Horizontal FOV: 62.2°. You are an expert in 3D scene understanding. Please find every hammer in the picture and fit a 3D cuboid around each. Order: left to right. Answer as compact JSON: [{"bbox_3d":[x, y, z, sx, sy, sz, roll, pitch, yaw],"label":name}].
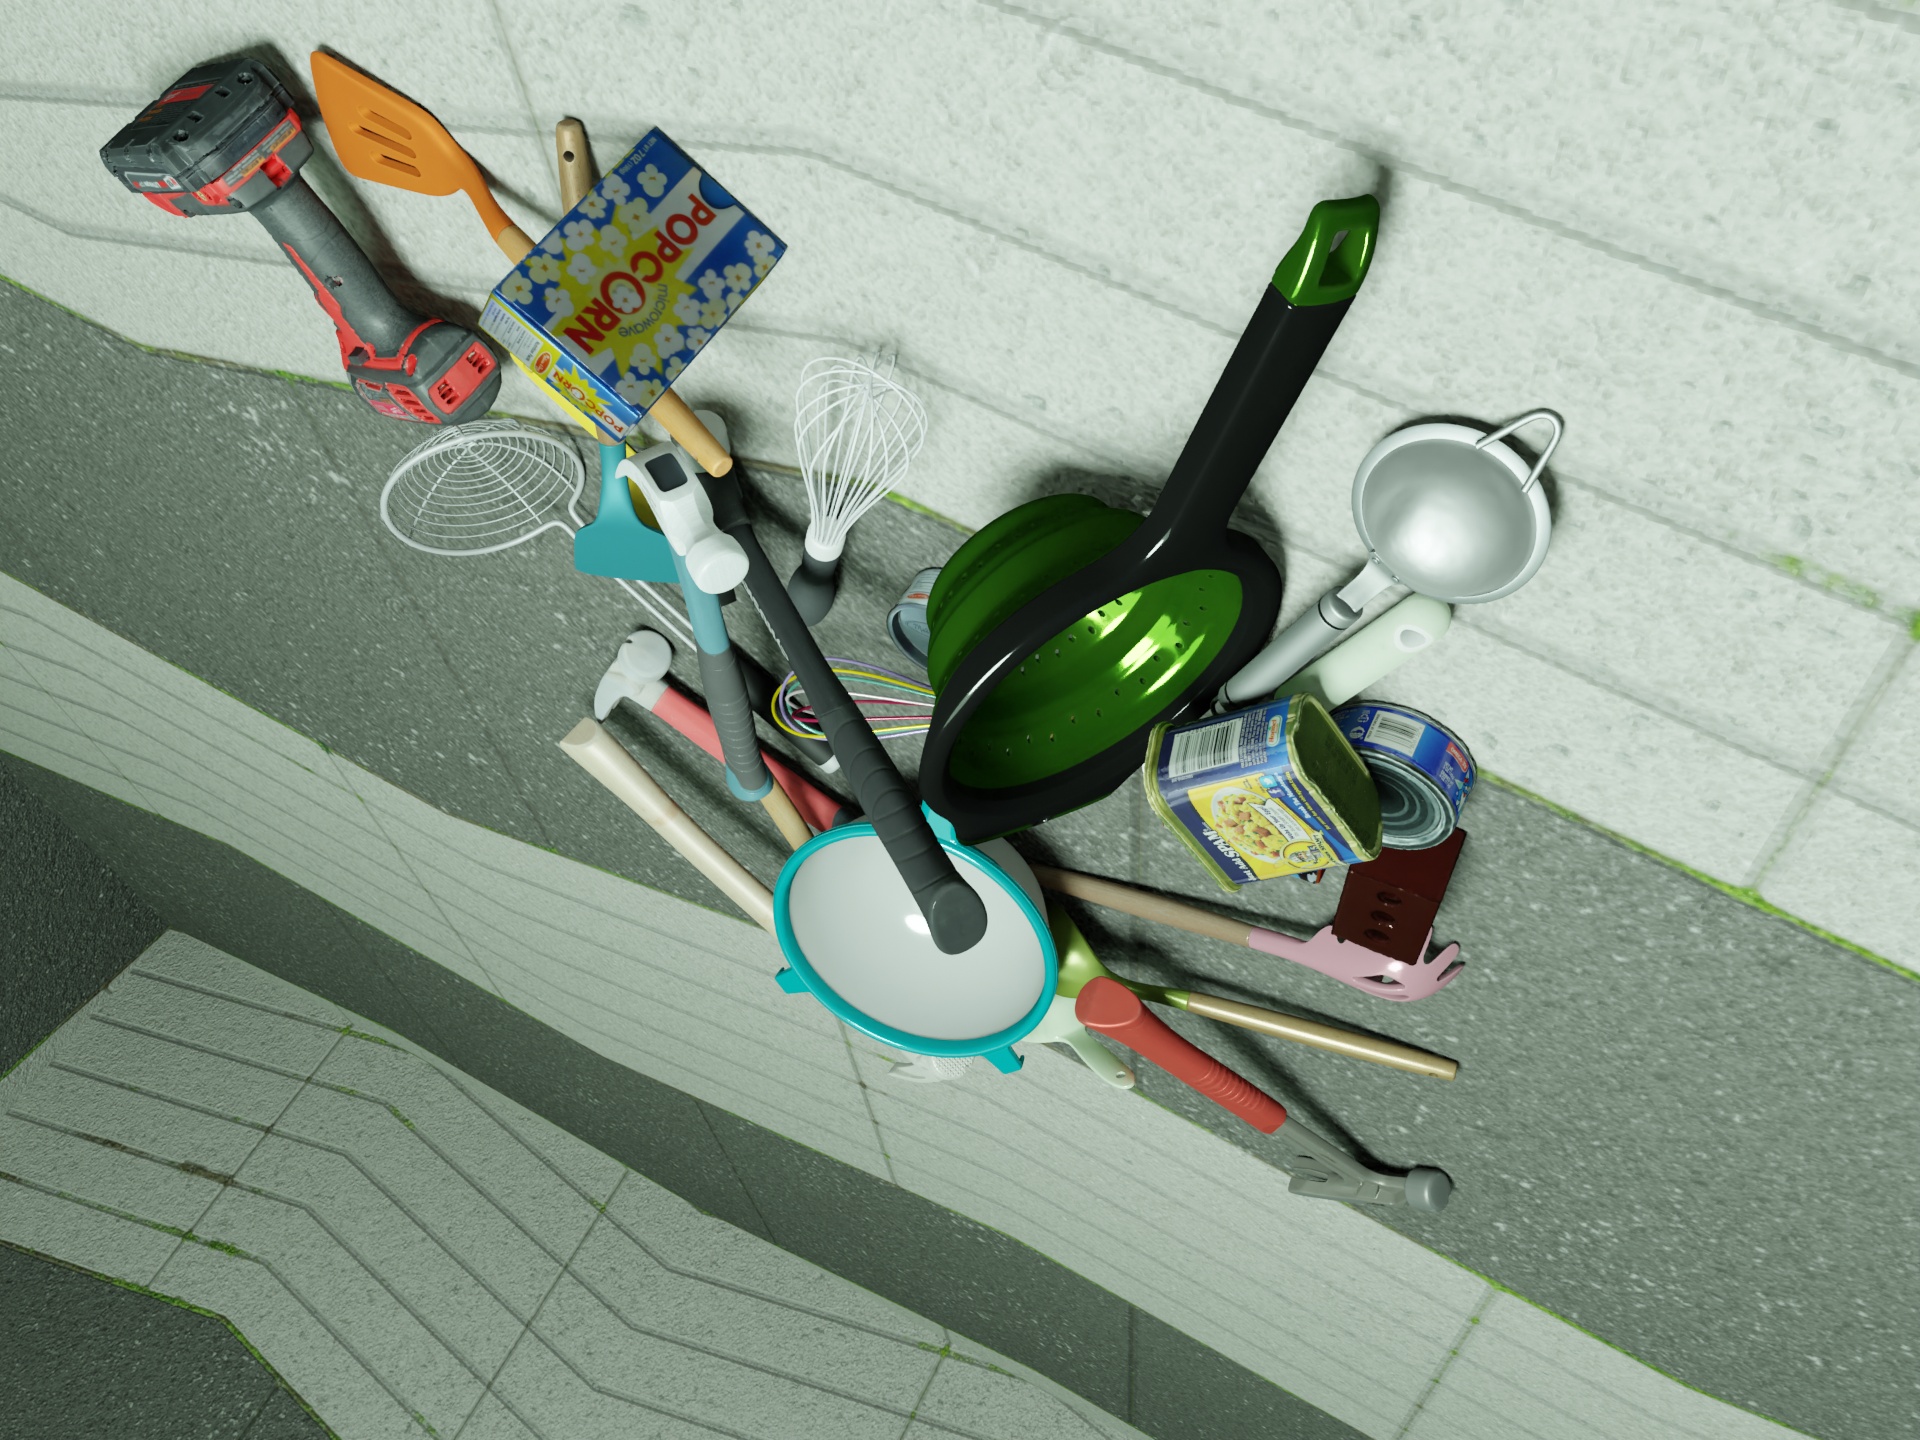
[{"bbox_3d":[-0.149,-0.042,0.965,0.128,0.033,0.330,57,164,28],"label":"hammer"},{"bbox_3d":[-0.164,0.151,1.296,0.410,0.038,0.146,43,157,-6],"label":"hammer"},{"bbox_3d":[-0.113,0.075,1.237,0.386,0.038,0.143,36,152,-7],"label":"hammer"},{"bbox_3d":[-0.076,-0.013,0.888,0.335,0.035,0.146,58,165,27],"label":"hammer"},{"bbox_3d":[0.208,0.285,1.191,0.358,0.037,0.149,36,152,-30],"label":"hammer"}]

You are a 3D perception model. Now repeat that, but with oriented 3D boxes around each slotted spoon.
[{"bbox_3d":[-0.111,0.101,1.209,0.070,0.031,0.313,15,148,36],"label":"slotted spoon"}]

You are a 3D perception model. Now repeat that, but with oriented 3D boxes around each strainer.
[{"bbox_3d":[-0.011,0.085,1.108,0.211,0.095,0.340,19,126,9],"label":"strainer"},{"bbox_3d":[0.179,-0.053,0.728,0.087,0.050,0.258,43,148,2],"label":"strainer"}]

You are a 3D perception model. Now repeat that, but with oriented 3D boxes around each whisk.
[{"bbox_3d":[-0.072,-0.117,0.890,0.070,0.070,0.284,32,156,1],"label":"whisk"},{"bbox_3d":[-0.002,-0.001,0.966,0.245,0.047,0.051,5,118,18],"label":"whisk"},{"bbox_3d":[0.170,-0.005,0.834,0.057,0.059,0.246,31,146,-11],"label":"whisk"}]

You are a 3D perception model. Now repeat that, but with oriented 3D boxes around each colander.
[{"bbox_3d":[0.071,-0.093,0.729,0.095,0.204,0.396,58,148,25],"label":"colander"}]

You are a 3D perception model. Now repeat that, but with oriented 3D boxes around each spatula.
[{"bbox_3d":[-0.227,-0.230,0.819,0.323,0.041,0.081,47,156,18],"label":"spatula"},{"bbox_3d":[-0.198,-0.187,0.895,0.082,0.044,0.317,5,135,2],"label":"spatula"}]

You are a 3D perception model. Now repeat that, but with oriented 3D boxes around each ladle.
[{"bbox_3d":[0.193,0.197,1.138,0.320,0.062,0.078,12,143,20],"label":"ladle"}]

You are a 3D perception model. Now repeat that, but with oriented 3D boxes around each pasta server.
[{"bbox_3d":[0.175,0.131,1.060,0.316,0.040,0.060,12,146,39],"label":"pasta server"}]

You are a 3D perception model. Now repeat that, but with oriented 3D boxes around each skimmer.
[{"bbox_3d":[-0.215,-0.065,1.067,0.127,0.090,0.363,-35,115,27],"label":"skimmer"}]

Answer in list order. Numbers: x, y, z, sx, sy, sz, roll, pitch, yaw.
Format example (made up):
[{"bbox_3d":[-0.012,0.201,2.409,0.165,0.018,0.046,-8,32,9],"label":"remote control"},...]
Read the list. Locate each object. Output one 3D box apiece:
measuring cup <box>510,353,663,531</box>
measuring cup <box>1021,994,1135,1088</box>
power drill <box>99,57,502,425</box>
[{"bbox_3d":[-0.224,-0.165,0.981,0.156,0.029,0.062,45,149,-26],"label":"measuring cup"},{"bbox_3d":[0.084,0.224,1.196,0.168,0.083,0.038,34,142,62],"label":"measuring cup"},{"bbox_3d":[-0.376,-0.265,0.926,0.143,0.078,0.219,18,154,44],"label":"power drill"}]
